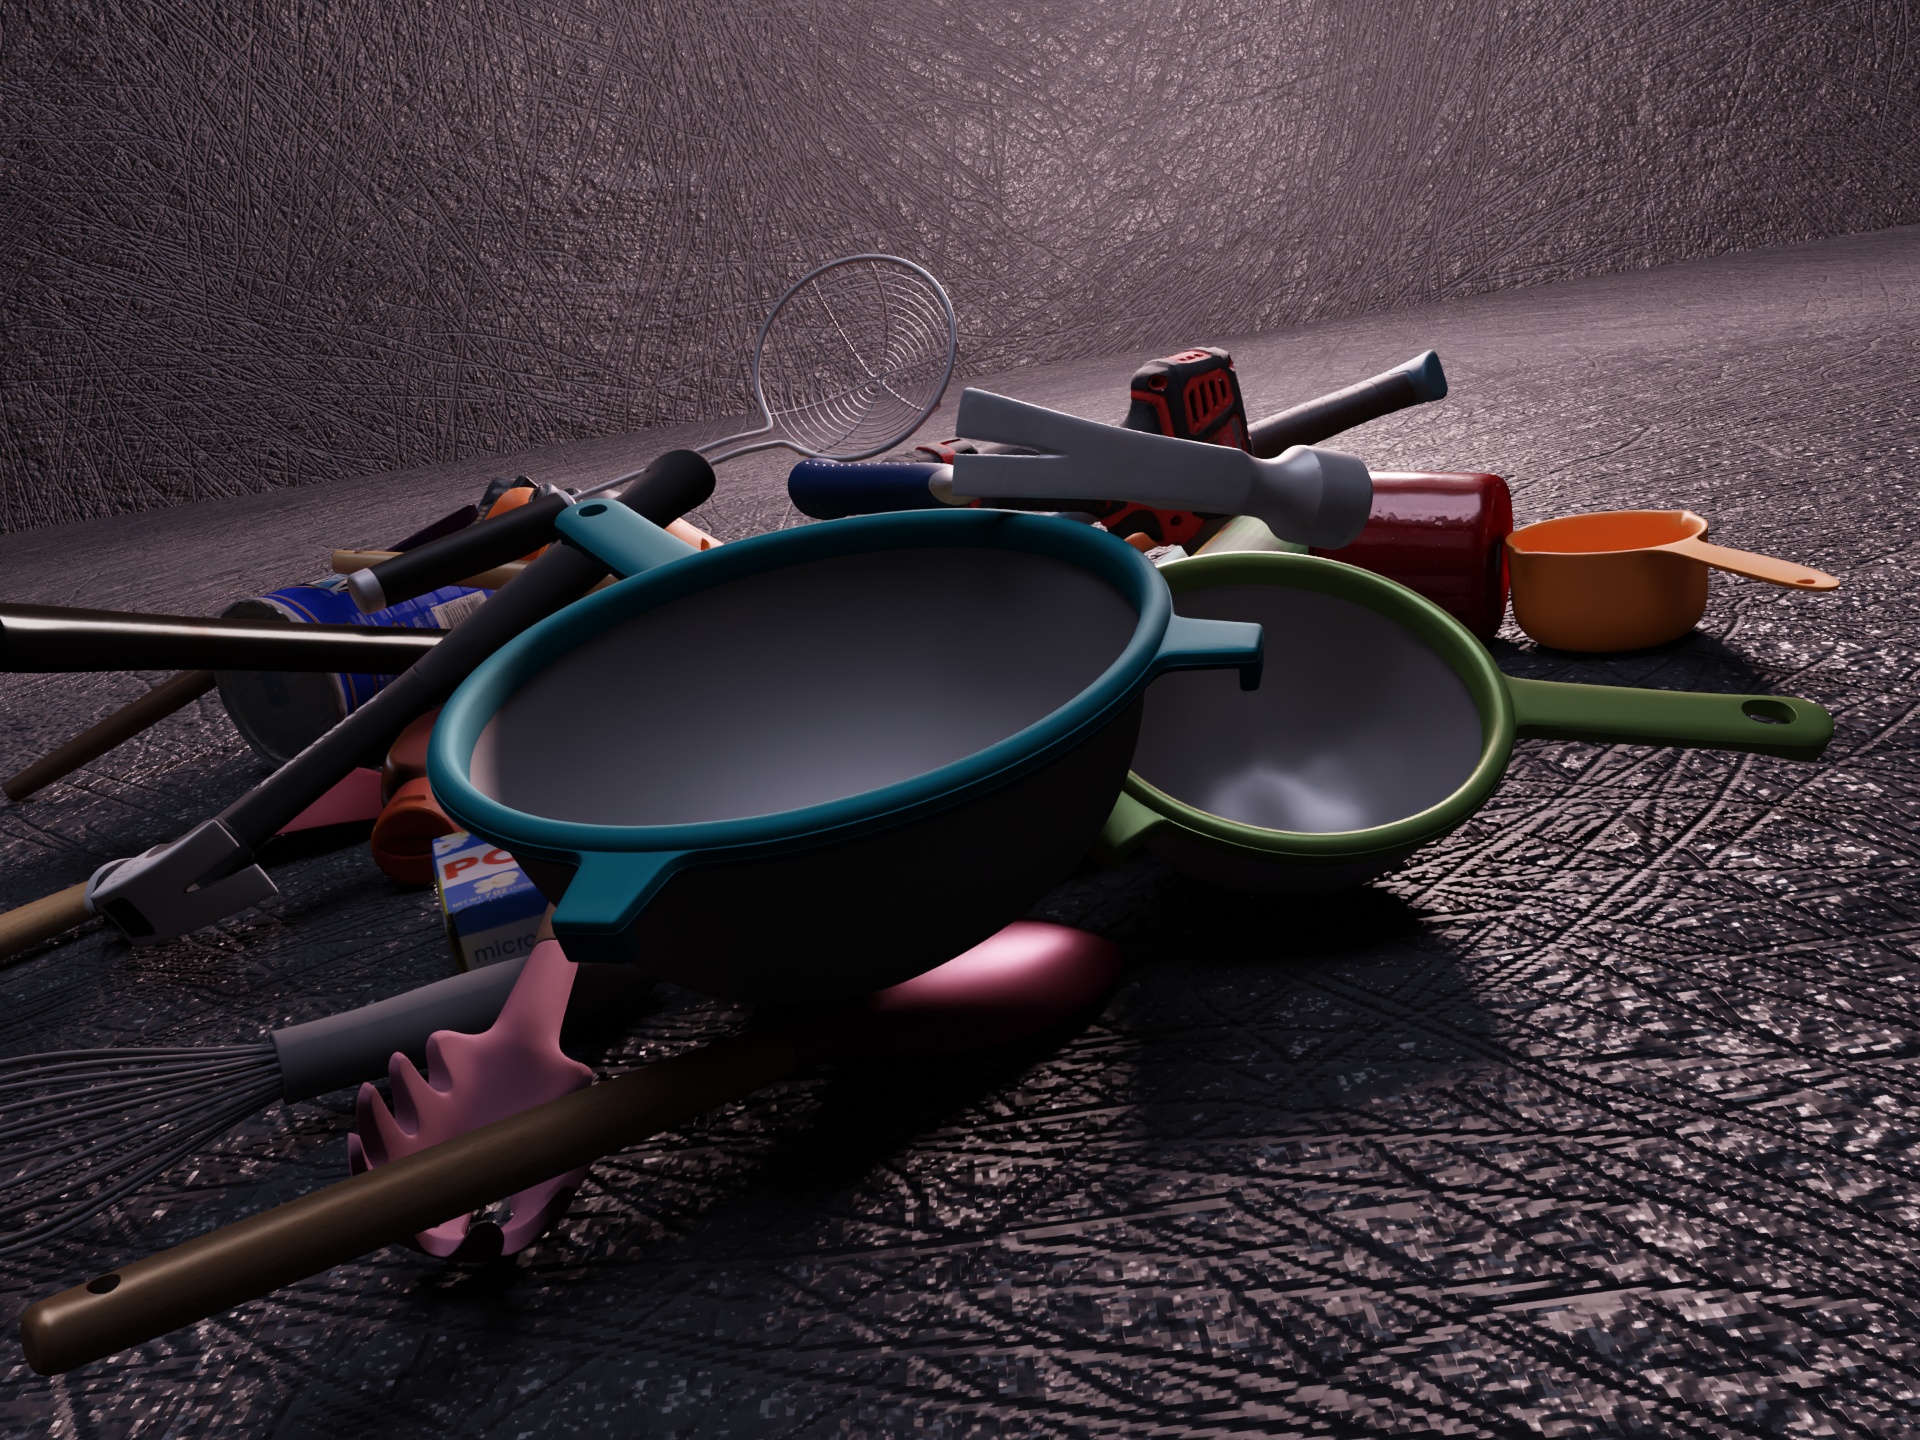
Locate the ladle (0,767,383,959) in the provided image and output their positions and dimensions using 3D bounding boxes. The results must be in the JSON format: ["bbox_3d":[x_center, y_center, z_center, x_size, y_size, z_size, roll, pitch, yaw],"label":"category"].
[{"bbox_3d":[-0.383,0.080,0.692,0.069,0.031,0.315,6,25,41],"label":"ladle"}]

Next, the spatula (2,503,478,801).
[{"bbox_3d":[-0.430,-0.044,0.968,0.316,0.018,0.060,-35,2,-14],"label":"spatula"}]

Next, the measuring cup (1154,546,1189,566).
[{"bbox_3d":[0.175,-0.113,1.018,0.167,0.038,0.083,-37,40,-22],"label":"measuring cup"}]

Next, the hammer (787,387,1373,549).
[{"bbox_3d":[-0.003,-0.104,0.694,0.144,0.035,0.406,5,5,-24],"label":"hammer"}]

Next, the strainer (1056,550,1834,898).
[{"bbox_3d":[0.159,0.014,0.545,0.256,0.069,0.152,3,42,1],"label":"strainer"}]

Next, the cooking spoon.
[{"bbox_3d":[-0.067,0.093,0.412,0.069,0.017,0.319,16,20,40],"label":"cooking spoon"}]

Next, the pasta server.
[{"bbox_3d":[-0.123,0.054,0.514,0.060,0.040,0.316,16,28,-7],"label":"pasta server"}]

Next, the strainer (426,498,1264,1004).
[{"bbox_3d":[-0.068,-0.001,0.520,0.211,0.095,0.341,-22,27,-21],"label":"strainer"}]

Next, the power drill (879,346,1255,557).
[{"bbox_3d":[0.071,-0.119,0.921,0.219,0.143,0.079,-20,19,-12],"label":"power drill"}]

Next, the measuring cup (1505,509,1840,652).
[{"bbox_3d":[0.316,-0.054,0.706,0.095,0.052,0.174,-14,19,-15],"label":"measuring cup"}]

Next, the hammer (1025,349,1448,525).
[{"bbox_3d":[0.146,-0.159,1.014,0.331,0.033,0.128,-20,13,15],"label":"hammer"}]

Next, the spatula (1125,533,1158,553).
[{"bbox_3d":[0.127,-0.113,1.057,0.322,0.041,0.081,-26,24,-33],"label":"spatula"}]

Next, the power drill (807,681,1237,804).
[{"bbox_3d":[-0.001,-0.002,0.668,0.190,0.080,0.229,-18,21,-21],"label":"power drill"}]

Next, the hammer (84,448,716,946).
[{"bbox_3d":[-0.227,-0.024,0.707,0.146,0.035,0.335,-10,30,51],"label":"hammer"}]

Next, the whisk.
[{"bbox_3d":[-0.203,0.107,0.478,0.239,0.055,0.055,-13,16,-30],"label":"whisk"}]

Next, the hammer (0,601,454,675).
[{"bbox_3d":[-0.271,-0.036,0.820,0.410,0.038,0.146,2,12,-15],"label":"hammer"}]

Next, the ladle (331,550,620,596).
[{"bbox_3d":[-0.188,-0.087,0.871,0.320,0.062,0.078,5,16,4],"label":"ladle"}]

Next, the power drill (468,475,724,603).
[{"bbox_3d":[-0.233,-0.103,1.003,0.164,0.084,0.227,30,-12,-38],"label":"power drill"}]

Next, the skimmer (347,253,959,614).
[{"bbox_3d":[-0.160,-0.156,0.865,0.363,0.090,0.127,-29,67,-31],"label":"skimmer"}]
